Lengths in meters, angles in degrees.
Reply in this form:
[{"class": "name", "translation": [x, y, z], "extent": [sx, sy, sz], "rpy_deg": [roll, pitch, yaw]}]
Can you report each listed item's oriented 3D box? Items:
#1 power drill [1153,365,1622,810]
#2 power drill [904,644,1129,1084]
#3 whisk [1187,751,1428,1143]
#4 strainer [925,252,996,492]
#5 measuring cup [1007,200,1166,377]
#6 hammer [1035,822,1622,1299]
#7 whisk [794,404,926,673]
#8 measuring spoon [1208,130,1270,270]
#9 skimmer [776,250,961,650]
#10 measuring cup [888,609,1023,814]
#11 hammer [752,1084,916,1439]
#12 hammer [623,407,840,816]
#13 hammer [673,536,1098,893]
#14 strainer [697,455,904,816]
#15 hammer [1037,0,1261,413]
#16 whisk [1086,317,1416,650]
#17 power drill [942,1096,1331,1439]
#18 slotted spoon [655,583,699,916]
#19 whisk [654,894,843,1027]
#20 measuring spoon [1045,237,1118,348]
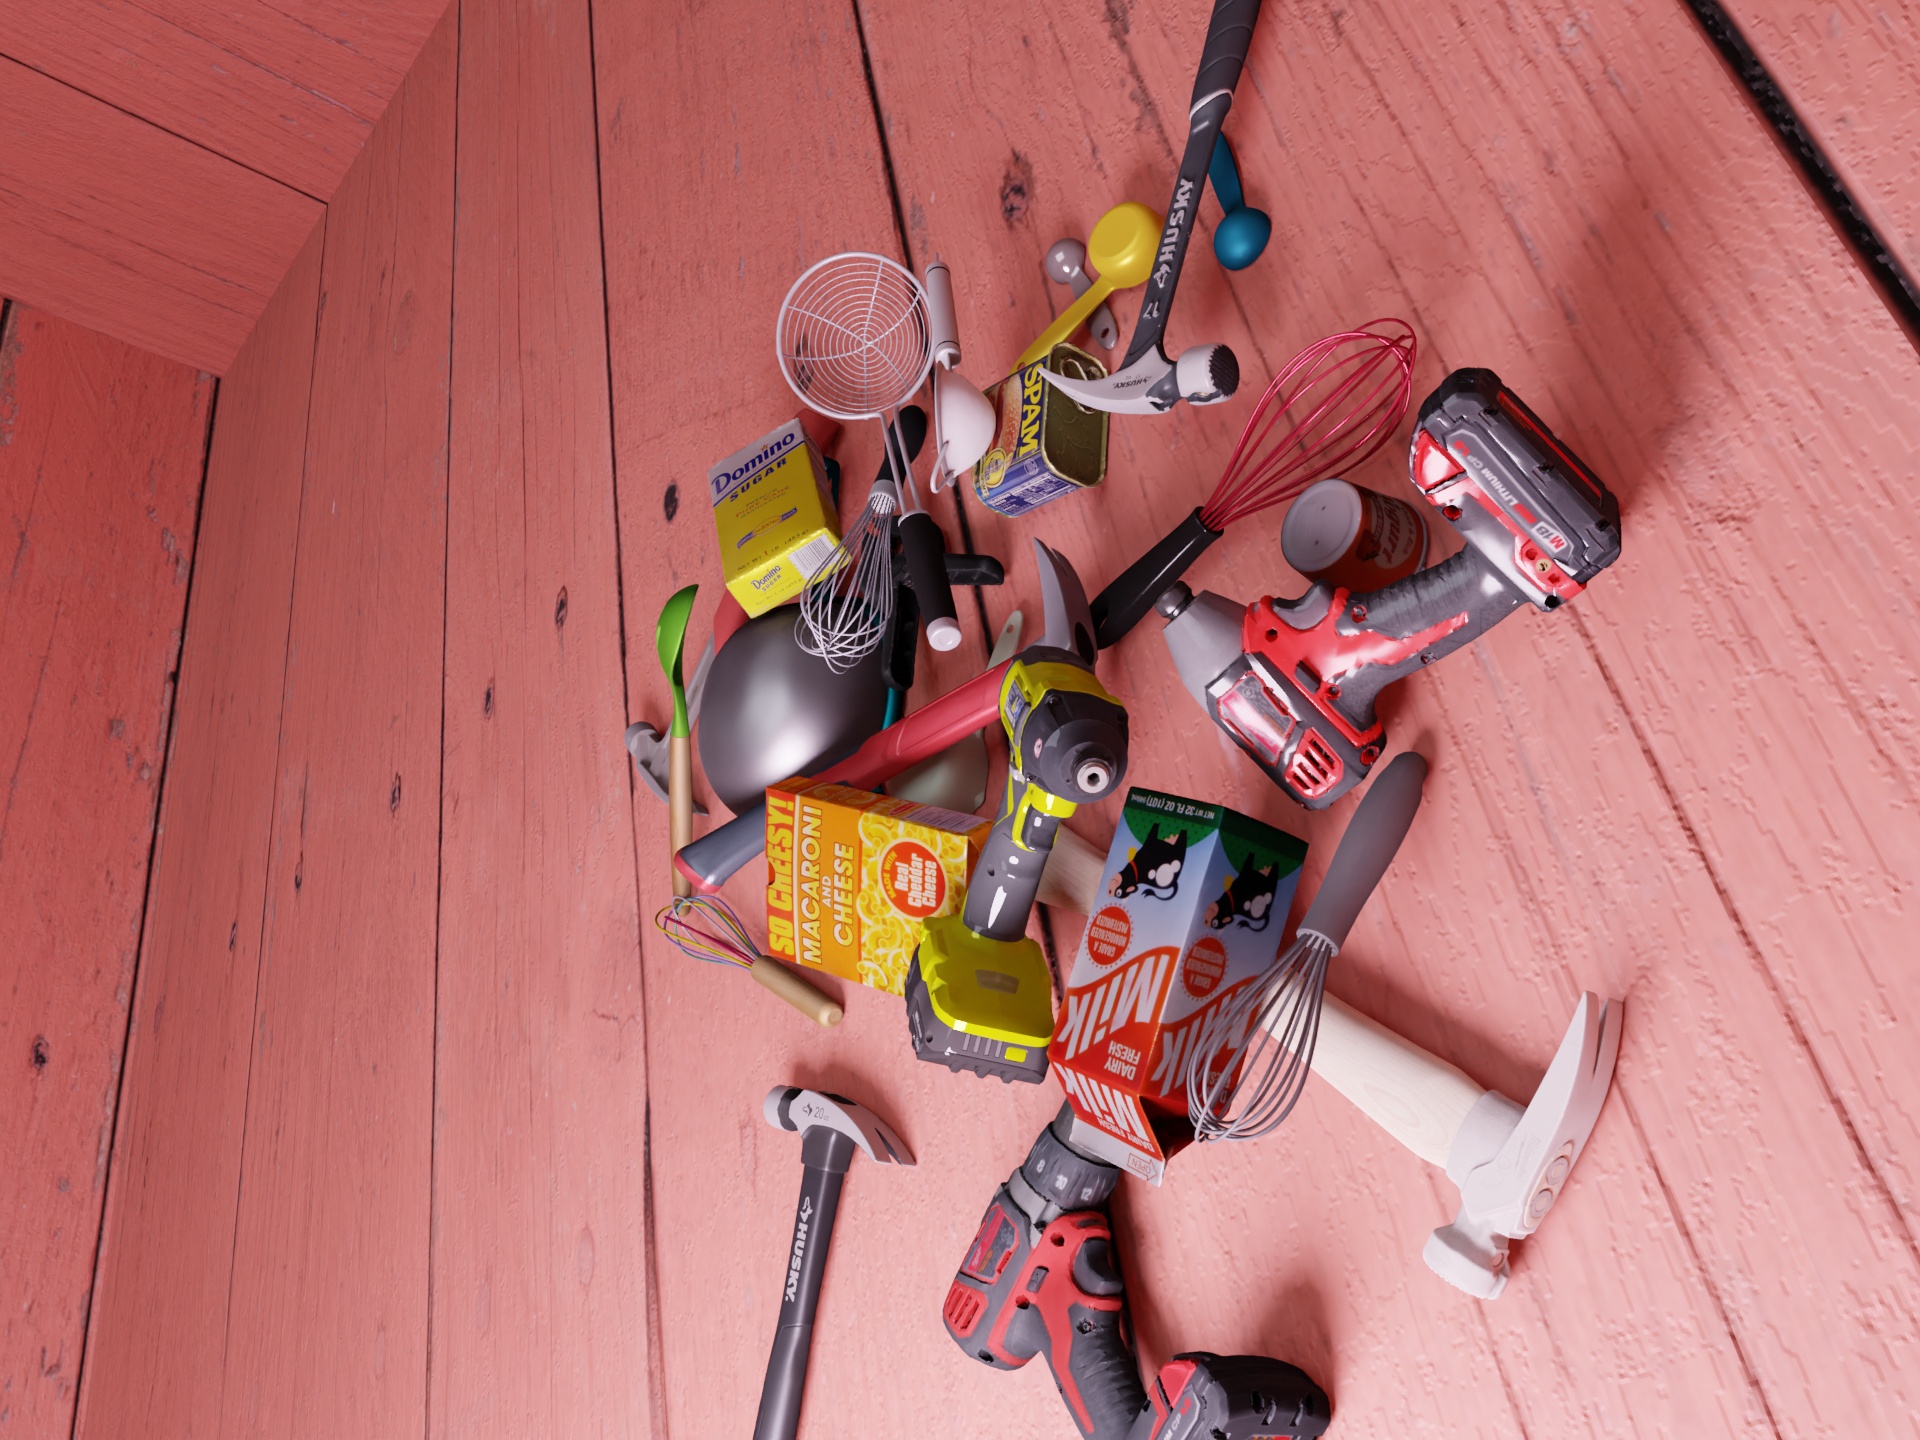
[{"class": "power drill", "translation": [0.208, -0.067, 0.806], "extent": [0.143, 0.078, 0.219], "rpy_deg": [46, 120, 1]}, {"class": "power drill", "translation": [0.036, 0.082, 0.897], "extent": [0.171, 0.080, 0.223], "rpy_deg": [-108, 33, -73]}, {"class": "whisk", "translation": [0.175, 0.106, 0.780], "extent": [0.055, 0.055, 0.239], "rpy_deg": [1, 49, 51]}, {"class": "strainer", "translation": [-0.006, -0.258, 1.137], "extent": [0.050, 0.086, 0.259], "rpy_deg": [-9, 51, 3]}, {"class": "measuring cup", "translation": [0.082, -0.300, 1.122], "extent": [0.156, 0.029, 0.062], "rpy_deg": [-45, 50, 16]}, {"class": "hammer", "translation": [0.158, 0.129, 0.864], "extent": [0.411, 0.038, 0.146], "rpy_deg": [31, 98, 52]}, {"class": "whisk", "translation": [-0.064, -0.145, 1.183], "extent": [0.070, 0.070, 0.285], "rpy_deg": [-32, 31, 39]}, {"class": "measuring spoon", "translation": [0.173, -0.354, 1.057], "extent": [0.042, 0.021, 0.129], "rpy_deg": [-35, 52, 37]}, {"class": "skimmer", "translation": [-0.055, -0.200, 1.138], "extent": [0.127, 0.090, 0.364], "rpy_deg": [-23, 48, 9]}, {"class": "measuring cup", "translation": [-0.002, -0.004, 1.110], "extent": [0.083, 0.038, 0.167], "rpy_deg": [33, 103, 51]}, {"class": "hammer", "translation": [-0.111, 0.422, 1.070], "extent": [0.146, 0.035, 0.335], "rpy_deg": [-4, 72, 51]}, {"class": "hammer", "translation": [-0.191, -0.099, 1.385], "extent": [0.149, 0.036, 0.359], "rpy_deg": [39, 106, 50]}, {"class": "hammer", "translation": [-0.065, 0.018, 1.111], "extent": [0.386, 0.038, 0.143], "rpy_deg": [-29, 52, 33]}, {"class": "strainer", "translation": [-0.143, -0.068, 1.265], "extent": [0.211, 0.095, 0.341], "rpy_deg": [-20, 62, 45]}, {"class": "hammer", "translation": [0.157, -0.386, 1.051], "extent": [0.149, 0.036, 0.409], "rpy_deg": [2, 70, 46]}, {"class": "whisk", "translation": [0.162, -0.131, 0.954], "extent": [0.295, 0.073, 0.073], "rpy_deg": [-44, 45, 39]}, {"class": "power drill", "translation": [0.089, 0.308, 0.844], "extent": [0.227, 0.080, 0.188], "rpy_deg": [38, 105, 54]}, {"class": "slotted spoon", "translation": [-0.224, 0.032, 1.267], "extent": [0.070, 0.031, 0.313], "rpy_deg": [-88, 3, -58]}, {"class": "whisk", "translation": [-0.168, 0.187, 1.234], "extent": [0.245, 0.047, 0.051], "rpy_deg": [21, 91, 49]}, {"class": "measuring spoon", "translation": [0.087, -0.309, 1.148], "extent": [0.034, 0.018, 0.124], "rpy_deg": [-46, 45, 29]}]
